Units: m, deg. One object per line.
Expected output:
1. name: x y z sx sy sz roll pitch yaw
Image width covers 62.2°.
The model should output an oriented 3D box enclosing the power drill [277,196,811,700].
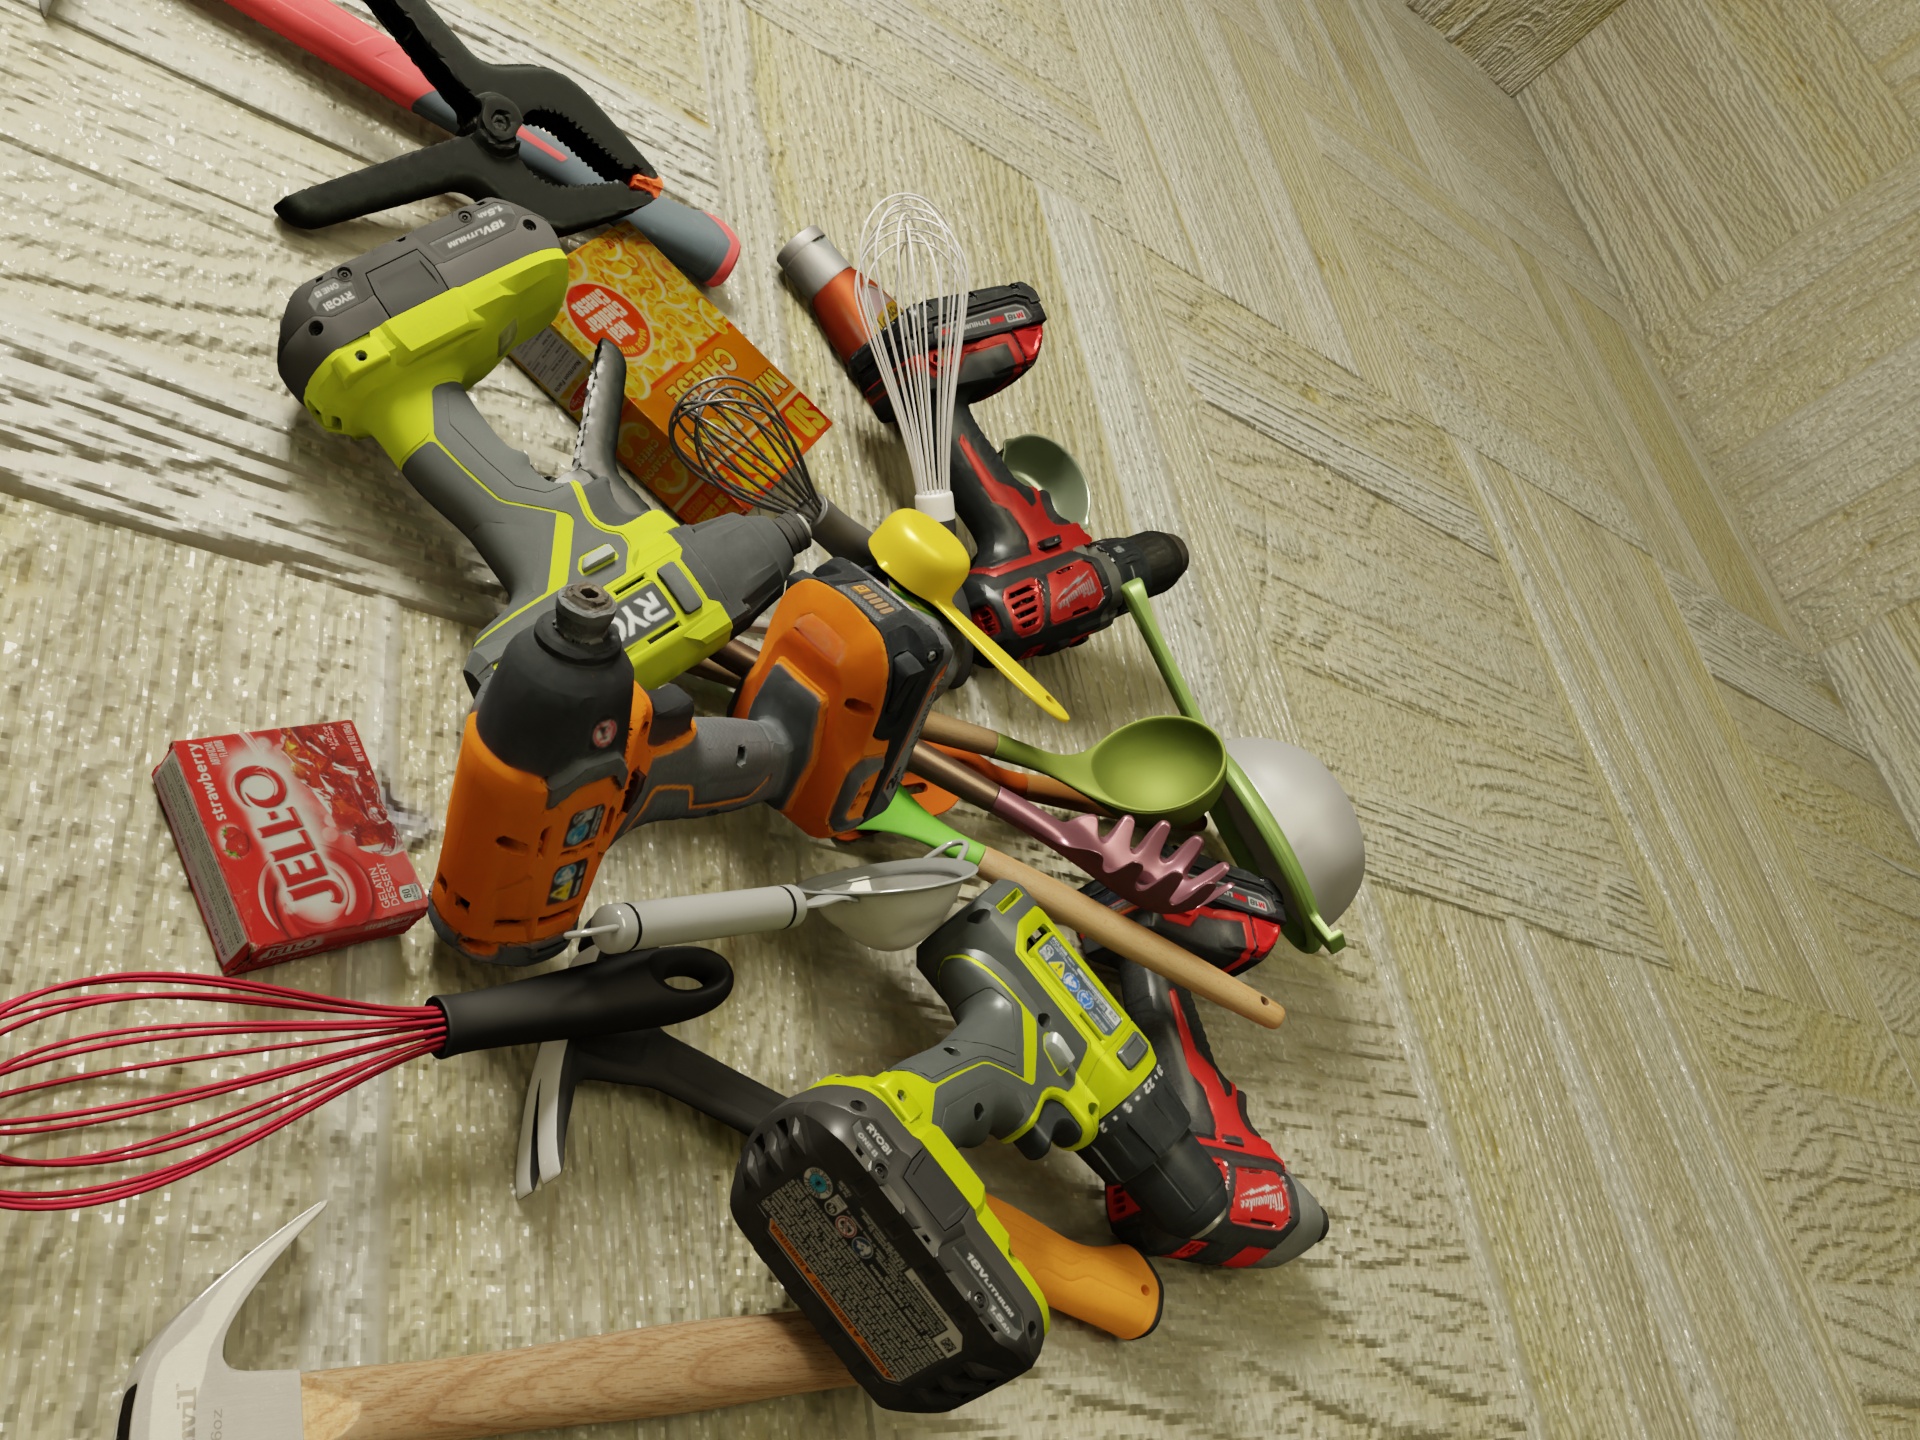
1. power drill: -0.188 -0.115 0.731 0.171 0.080 0.223 -35 90 -22

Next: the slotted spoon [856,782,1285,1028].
1. slotted spoon: 0.033 0.082 0.824 0.313 0.031 0.070 29 40 -6

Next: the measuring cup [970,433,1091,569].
1. measuring cup: 0.028 -0.124 1.064 0.083 0.038 0.168 44 54 -13

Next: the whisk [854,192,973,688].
1. whisk: -0.019 -0.155 0.916 0.070 0.070 0.284 -27 116 -53

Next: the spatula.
1. spatula: 0.044 0.046 0.944 0.322 0.041 0.081 14 50 -46

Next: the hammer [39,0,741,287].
1. hammer: -0.294 -0.339 0.885 0.386 0.038 0.143 24 46 -33

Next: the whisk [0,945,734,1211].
1. whisk: -0.205 0.112 0.567 0.295 0.073 0.073 -3 63 -43

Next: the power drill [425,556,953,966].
1. power drill: -0.108 0.000 0.667 0.084 0.164 0.226 40 36 25

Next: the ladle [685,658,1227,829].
1. ladle: -0.001 -0.003 0.855 0.320 0.062 0.078 16 36 -20

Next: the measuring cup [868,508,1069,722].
1. measuring cup: 0.012 -0.060 0.866 0.157 0.029 0.062 46 22 20

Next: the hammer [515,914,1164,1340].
1. hammer: -0.037 0.210 0.709 0.336 0.034 0.127 34 40 -24

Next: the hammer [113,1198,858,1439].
1. hammer: -0.131 0.240 0.587 0.331 0.031 0.130 12 53 -42

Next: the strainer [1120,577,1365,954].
1. strainer: 0.183 0.018 0.991 0.256 0.069 0.151 64 -2 0

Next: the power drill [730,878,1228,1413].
1. power drill: 0.023 0.190 0.698 0.190 0.080 0.228 51 32 4

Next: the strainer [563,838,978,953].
1. strainer: -0.072 0.082 0.691 0.258 0.087 0.050 2 86 -55

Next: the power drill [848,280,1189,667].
1. power drill: 0.045 -0.158 1.017 0.188 0.080 0.227 -22 89 -36

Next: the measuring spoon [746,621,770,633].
1. measuring spoon: -0.081 -0.039 0.835 0.034 0.124 0.018 31 68 -84

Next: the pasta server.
1. pasta server: -0.003 0.021 0.816 0.316 0.040 0.060 29 20 -10

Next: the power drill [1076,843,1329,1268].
1. power drill: 0.137 0.190 0.882 0.143 0.078 0.220 21 50 -34

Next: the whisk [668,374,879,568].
1. whisk: -0.080 -0.117 0.871 0.238 0.055 0.055 37 33 -57
